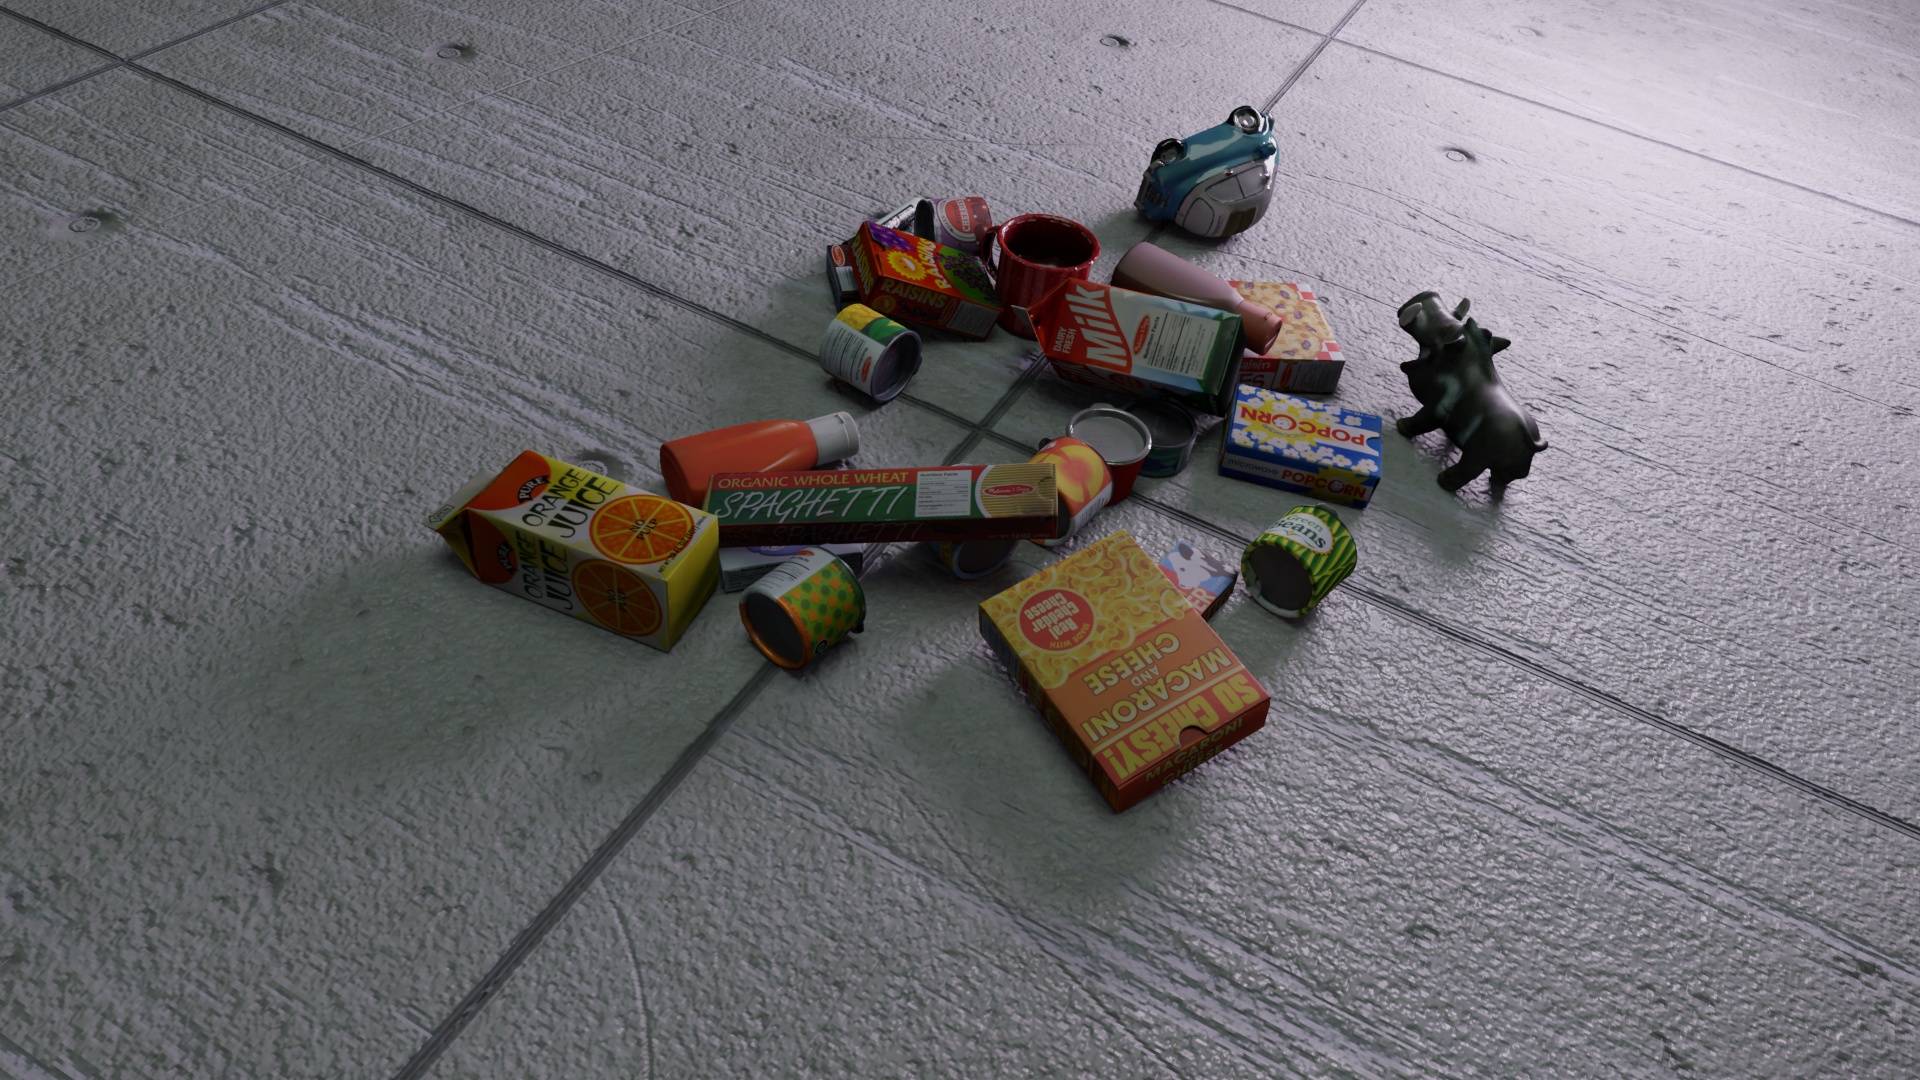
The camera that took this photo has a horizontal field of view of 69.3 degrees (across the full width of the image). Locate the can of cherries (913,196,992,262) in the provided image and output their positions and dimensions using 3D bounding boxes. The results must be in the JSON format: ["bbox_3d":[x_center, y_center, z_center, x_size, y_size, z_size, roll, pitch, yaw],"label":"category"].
[{"bbox_3d":[-0.006,-0.291,1.308,0.058,0.071,0.072,-7,46,-18],"label":"can of cherries"}]

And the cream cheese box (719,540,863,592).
[{"bbox_3d":[-0.127,0.005,1.011,0.104,0.024,0.053,-8,47,-17],"label":"cream cheese box"}]

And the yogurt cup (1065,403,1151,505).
[{"bbox_3d":[0.113,-0.065,1.103,0.072,0.053,0.073,5,44,-4],"label":"yogurt cup"}]

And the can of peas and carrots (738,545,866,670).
[{"bbox_3d":[-0.106,0.048,0.942,0.071,0.070,0.059,34,49,24],"label":"can of peas and carrots"}]

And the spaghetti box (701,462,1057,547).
[{"bbox_3d":[-0.057,-0.025,0.977,0.250,0.028,0.050,-2,52,5],"label":"spaghetti box"}]

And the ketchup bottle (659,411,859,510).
[{"bbox_3d":[-0.151,-0.065,1.066,0.149,0.043,0.065,-18,50,-26],"label":"ketchup bottle"}]

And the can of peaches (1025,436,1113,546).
[{"bbox_3d":[0.072,-0.039,1.059,0.071,0.070,0.058,30,48,21],"label":"can of peaches"}]

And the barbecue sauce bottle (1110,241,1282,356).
[{"bbox_3d":[0.209,-0.211,1.220,0.149,0.043,0.065,30,48,19],"label":"barbecue sauce bottle"}]

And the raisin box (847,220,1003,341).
[{"bbox_3d":[-0.032,-0.230,1.233,0.123,0.040,0.086,12,41,-28],"label":"raisin box"}]

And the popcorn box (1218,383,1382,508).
[{"bbox_3d":[0.284,-0.080,1.159,0.127,0.038,0.085,14,42,5],"label":"popcorn box"}]

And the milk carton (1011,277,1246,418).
[{"bbox_3d":[0.138,-0.167,1.173,0.191,0.072,0.073,16,84,17],"label":"milk carton"}]

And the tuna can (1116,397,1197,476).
[{"bbox_3d":[0.157,-0.086,1.148,0.071,0.032,0.071,5,43,-5],"label":"tuna can"}]

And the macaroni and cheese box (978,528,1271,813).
[{"bbox_3d":[0.107,0.083,0.935,0.124,0.040,0.167,-27,56,-17],"label":"macaroni and cheese box"}]

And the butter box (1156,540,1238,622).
[{"bbox_3d":[0.156,0.045,1.017,0.053,0.024,0.104,30,47,22],"label":"butter box"}]

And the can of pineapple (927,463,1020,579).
[{"bbox_3d":[0.004,-0.013,1.022,0.071,0.070,0.058,-22,52,-29],"label":"can of pineapple"}]

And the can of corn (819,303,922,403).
[{"bbox_3d":[-0.074,-0.157,1.161,0.058,0.070,0.071,31,48,22],"label":"can of corn"}]

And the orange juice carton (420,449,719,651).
[{"bbox_3d":[-0.269,-0.001,0.958,0.193,0.072,0.072,19,44,11],"label":"orange juice carton"}]

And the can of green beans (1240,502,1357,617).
[{"bbox_3d":[0.251,0.015,1.033,0.071,0.070,0.058,36,50,26],"label":"can of green beans"}]

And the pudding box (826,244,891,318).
[{"bbox_3d":[-0.092,-0.237,1.266,0.050,0.030,0.084,-5,45,-13],"label":"pudding box"}]

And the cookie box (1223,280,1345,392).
[{"bbox_3d":[0.250,-0.189,1.266,0.168,0.040,0.123,1,44,-8],"label":"cookie box"}]
